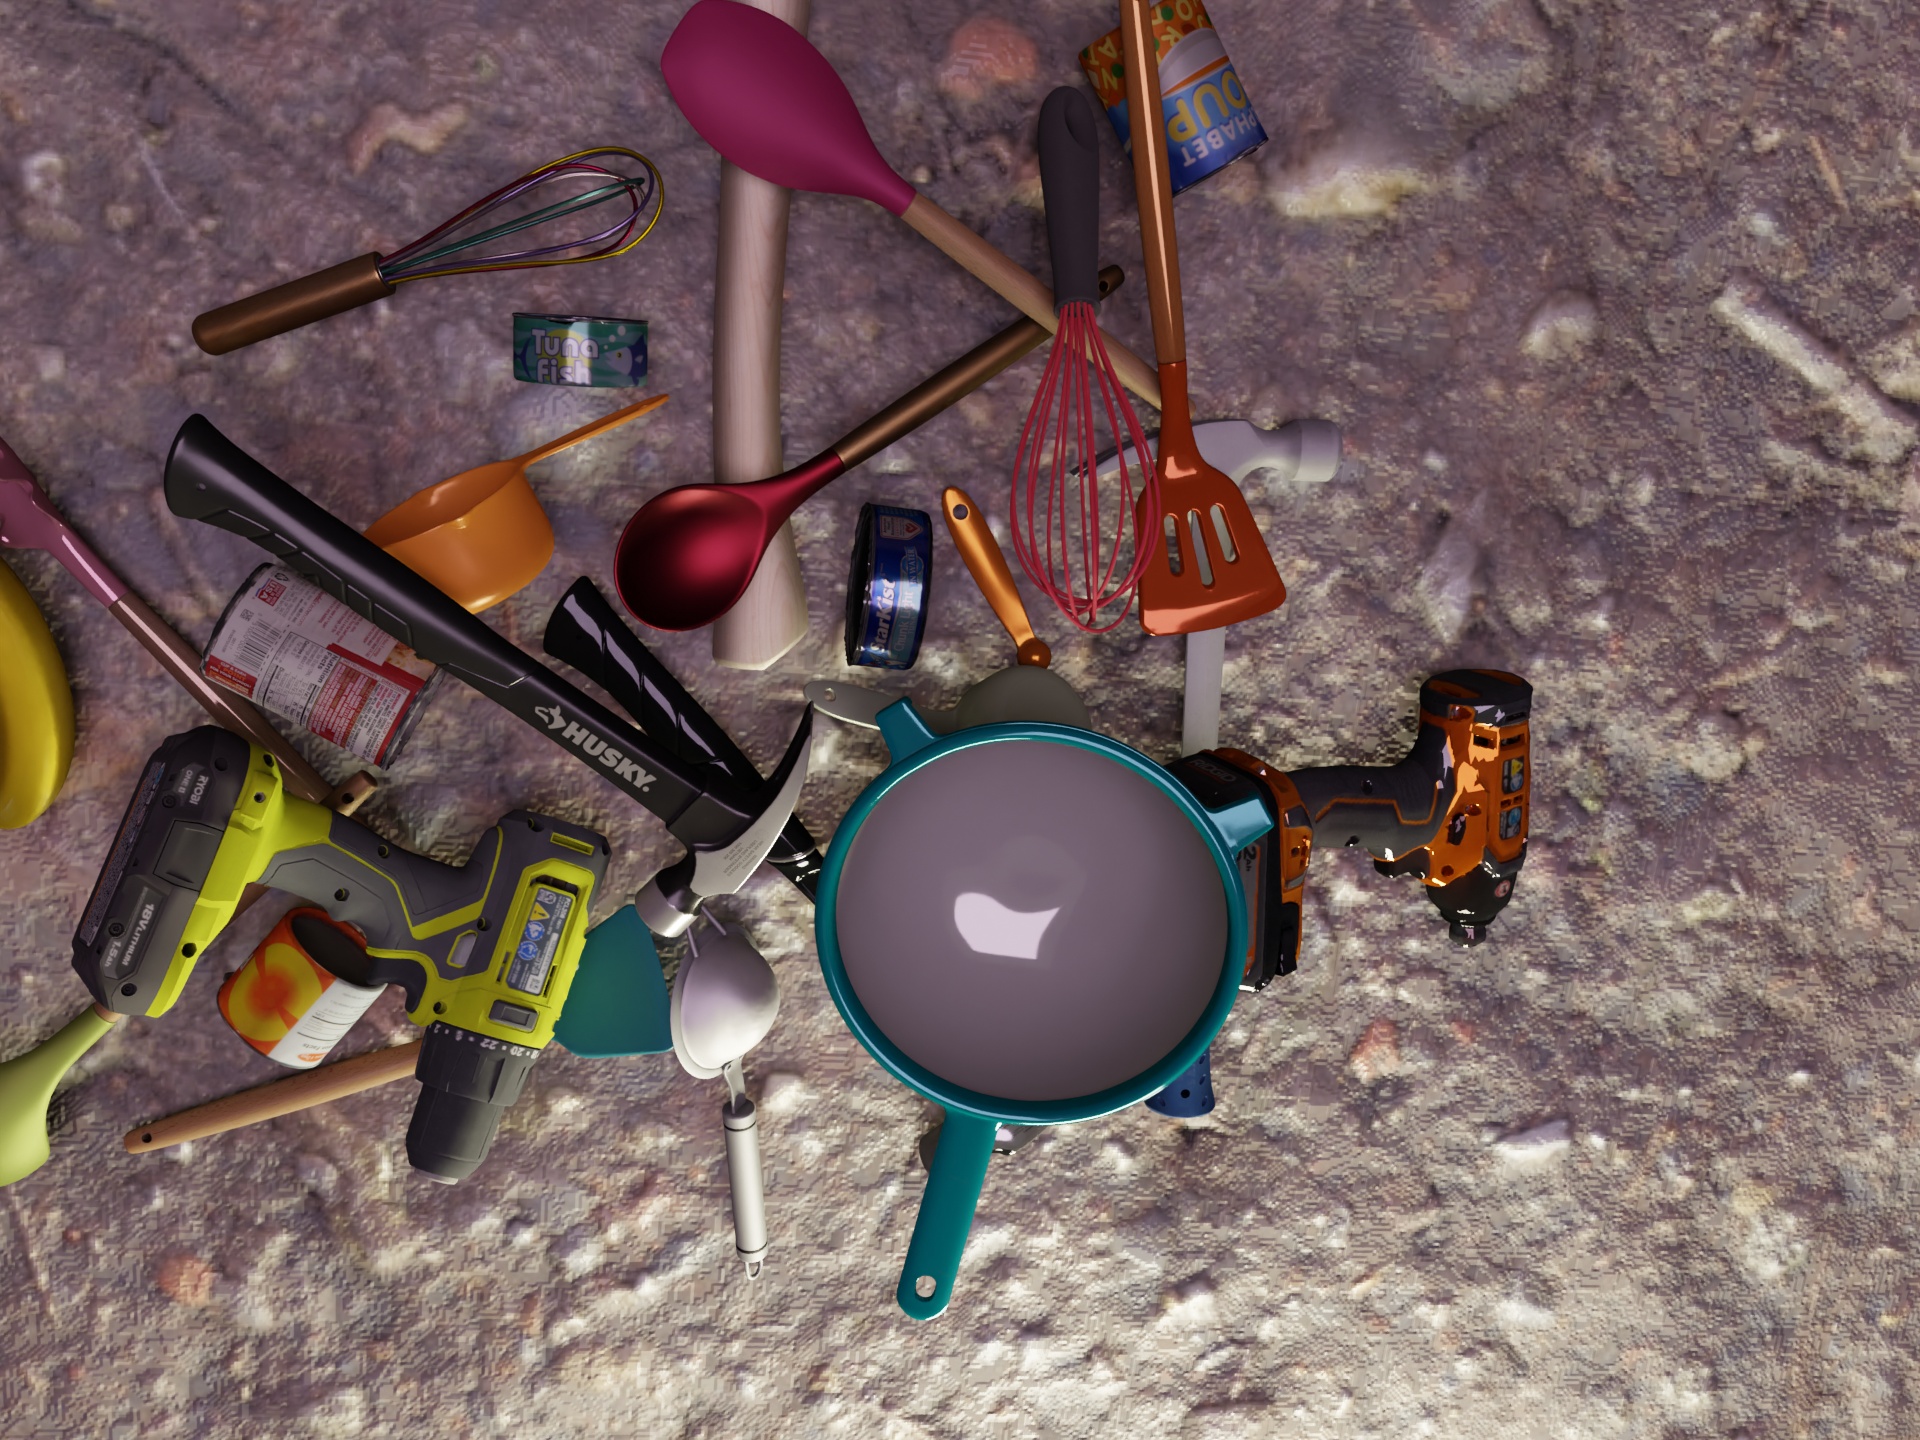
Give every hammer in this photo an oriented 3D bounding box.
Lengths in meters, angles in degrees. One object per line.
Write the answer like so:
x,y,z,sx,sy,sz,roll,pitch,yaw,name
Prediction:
0.129,0.034,0.903,0.144,0.035,0.405,-1,104,-8,hammer
-0.078,0.083,0.878,0.149,0.036,0.408,-37,103,17,hammer
-0.115,-0.229,0.805,0.146,0.038,0.410,2,104,-7,hammer
-0.221,-0.030,0.759,0.334,0.035,0.146,38,111,-22,hammer

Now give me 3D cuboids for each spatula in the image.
-0.312,0.186,0.878,0.317,0.044,0.082,-17,81,-1,spatula
0.106,-0.202,0.791,0.081,0.041,0.322,-12,113,-6,spatula

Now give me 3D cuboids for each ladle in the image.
-0.430,0.133,0.845,0.320,0.062,0.078,-41,104,1,ladle
-0.042,-0.148,0.812,0.315,0.031,0.069,-35,117,-11,ladle

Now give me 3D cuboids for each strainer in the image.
0.022,0.150,0.830,0.211,0.095,0.340,15,108,2,strainer
-0.124,0.217,0.902,0.050,0.087,0.258,11,117,24,strainer

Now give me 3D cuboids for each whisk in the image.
0.057,-0.182,0.772,0.073,0.073,0.296,1,72,-8,whisk
-0.260,-0.222,0.774,0.245,0.051,0.047,-17,119,6,whisk

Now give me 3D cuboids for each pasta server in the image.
-0.414,-0.037,0.812,0.060,0.040,0.316,-27,111,35,pasta server

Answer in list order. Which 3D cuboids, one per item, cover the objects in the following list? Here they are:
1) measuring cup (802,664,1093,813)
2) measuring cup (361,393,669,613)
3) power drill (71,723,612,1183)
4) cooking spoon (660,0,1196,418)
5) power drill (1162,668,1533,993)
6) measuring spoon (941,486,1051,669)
-0.001,-0.003,0.840,0.167,0.038,0.083,14,64,-29,measuring cup
-0.214,-0.108,0.809,0.173,0.095,0.052,-32,118,-19,measuring cup
-0.302,0.115,0.788,0.228,0.080,0.191,25,75,-32,power drill
-0.005,-0.242,0.792,0.318,0.017,0.069,32,92,-20,cooking spoon
0.221,0.072,0.879,0.226,0.084,0.164,-14,111,-23,power drill
0.020,-0.076,0.873,0.021,0.011,0.116,-28,106,0,measuring spoon
